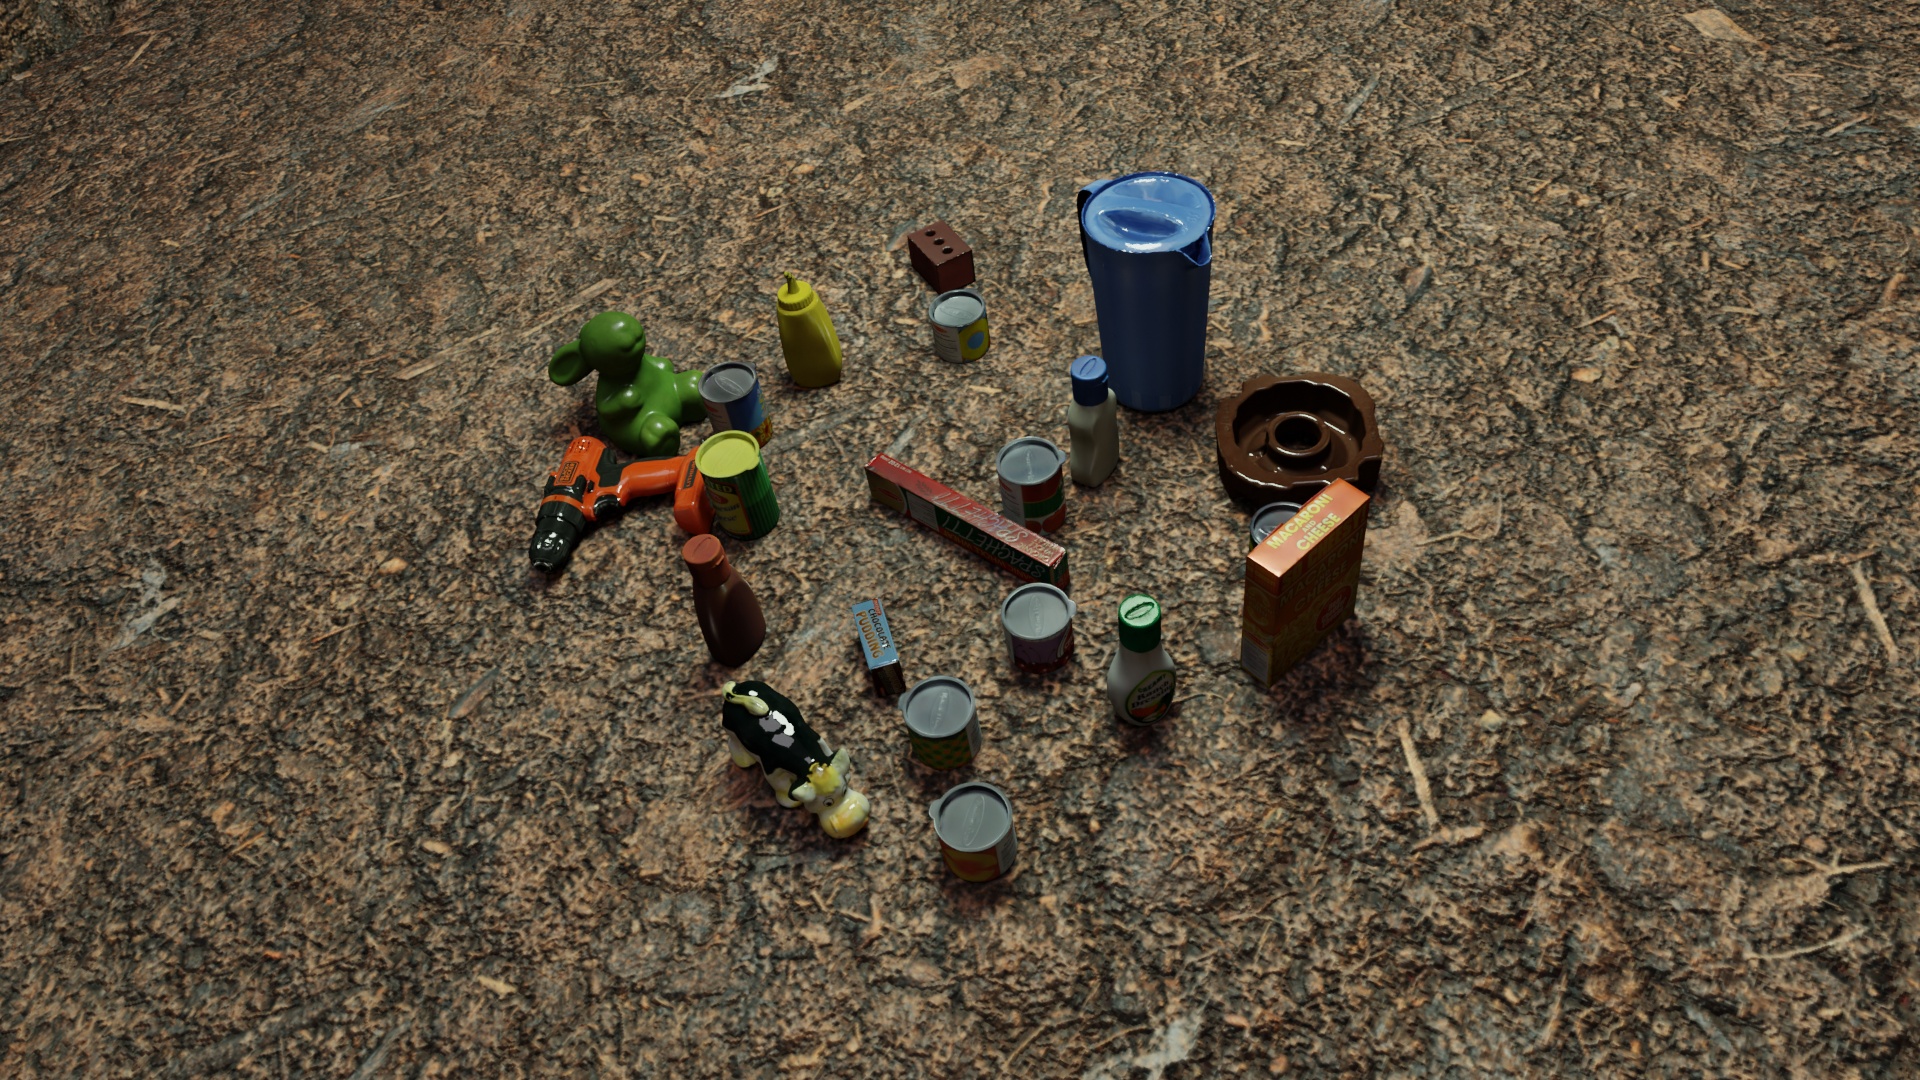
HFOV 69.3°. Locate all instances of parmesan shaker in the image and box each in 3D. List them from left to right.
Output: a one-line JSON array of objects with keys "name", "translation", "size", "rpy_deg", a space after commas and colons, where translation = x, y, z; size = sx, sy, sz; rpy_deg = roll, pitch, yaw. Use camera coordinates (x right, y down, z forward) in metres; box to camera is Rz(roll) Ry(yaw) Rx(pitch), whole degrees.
[{"name": "parmesan shaker", "translation": [-0.230, -0.055, 1.454], "size": [0.071, 0.102, 0.072], "rpy_deg": [-5, 49, 5]}]

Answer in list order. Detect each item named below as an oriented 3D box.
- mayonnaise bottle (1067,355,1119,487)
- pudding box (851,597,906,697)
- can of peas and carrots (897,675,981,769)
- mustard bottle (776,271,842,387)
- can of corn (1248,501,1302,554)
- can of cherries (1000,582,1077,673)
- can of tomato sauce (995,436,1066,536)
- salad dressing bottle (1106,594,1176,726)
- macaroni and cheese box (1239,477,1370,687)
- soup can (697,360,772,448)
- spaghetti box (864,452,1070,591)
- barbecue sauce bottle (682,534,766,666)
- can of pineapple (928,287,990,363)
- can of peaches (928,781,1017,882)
[{"name": "mayonnaise bottle", "translation": [0.135, -0.124, 1.425], "size": [0.041, 0.147, 0.065], "rpy_deg": [22, 56, 25]}, {"name": "pudding box", "translation": [-0.078, 0.102, 1.329], "size": [0.030, 0.049, 0.084], "rpy_deg": [-16, 49, -5]}, {"name": "can of peas and carrots", "translation": [-0.018, 0.166, 1.259], "size": [0.071, 0.058, 0.071], "rpy_deg": [-5, 49, 5]}, {"name": "mustard bottle", "translation": [-0.176, -0.244, 1.570], "size": [0.065, 0.159, 0.049], "rpy_deg": [-8, 49, 2]}, {"name": "can of corn", "translation": [0.312, 0.008, 1.342], "size": [0.071, 0.058, 0.071], "rpy_deg": [-5, 49, 5]}, {"name": "can of cherries", "translation": [0.076, 0.084, 1.314], "size": [0.071, 0.058, 0.072], "rpy_deg": [-5, 49, 5]}, {"name": "can of tomato sauce", "translation": [0.075, -0.054, 1.417], "size": [0.071, 0.082, 0.071], "rpy_deg": [-5, 49, 5]}, {"name": "salad dressing bottle", "translation": [0.159, 0.106, 1.223], "size": [0.064, 0.147, 0.044], "rpy_deg": [-25, 50, -12]}, {"name": "macaroni and cheese box", "translation": [0.306, 0.040, 1.244], "size": [0.124, 0.165, 0.040], "rpy_deg": [-37, 54, -21]}, {"name": "soup can", "translation": [-0.248, -0.149, 1.550], "size": [0.071, 0.083, 0.072], "rpy_deg": [-5, 49, 5]}, {"name": "spaghetti box", "translation": [0.005, -0.018, 1.419], "size": [0.250, 0.050, 0.029], "rpy_deg": [28, 59, 29]}, {"name": "barbecue sauce bottle", "translation": [-0.228, 0.055, 1.329], "size": [0.044, 0.147, 0.065], "rpy_deg": [18, 55, 23]}, {"name": "can of pineapple", "translation": [0.001, -0.249, 1.614], "size": [0.071, 0.057, 0.071], "rpy_deg": [-5, 49, 5]}, {"name": "can of peaches", "translation": [0.011, 0.248, 1.183], "size": [0.071, 0.057, 0.071], "rpy_deg": [-5, 49, 5]}]
